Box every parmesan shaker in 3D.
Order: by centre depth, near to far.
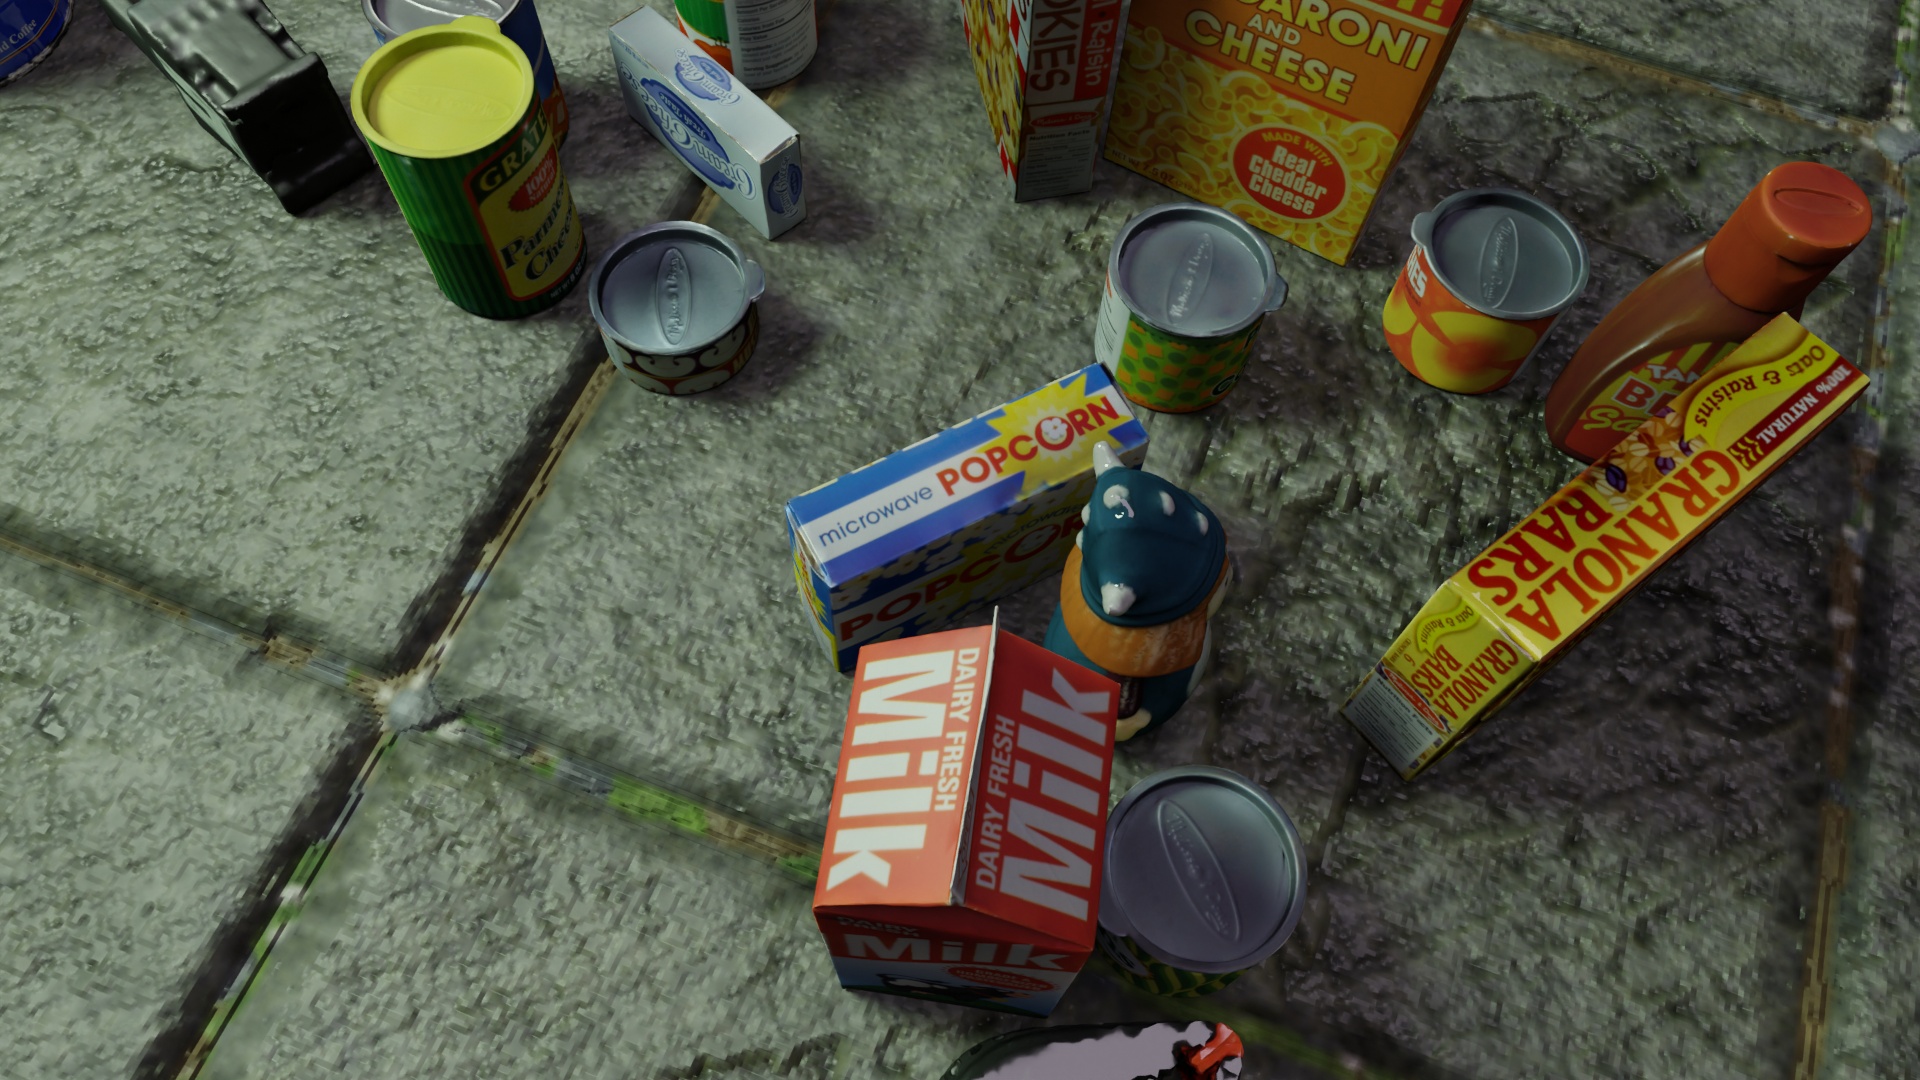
[{"bbox_3d":[-0.192,-0.147,0.560,0.071,0.102,0.071,1,64,-1],"label":"parmesan shaker"}]

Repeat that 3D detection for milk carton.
[{"bbox_3d":[0.002,0.086,0.401,0.073,0.189,0.072,8,64,2],"label":"milk carton"}]

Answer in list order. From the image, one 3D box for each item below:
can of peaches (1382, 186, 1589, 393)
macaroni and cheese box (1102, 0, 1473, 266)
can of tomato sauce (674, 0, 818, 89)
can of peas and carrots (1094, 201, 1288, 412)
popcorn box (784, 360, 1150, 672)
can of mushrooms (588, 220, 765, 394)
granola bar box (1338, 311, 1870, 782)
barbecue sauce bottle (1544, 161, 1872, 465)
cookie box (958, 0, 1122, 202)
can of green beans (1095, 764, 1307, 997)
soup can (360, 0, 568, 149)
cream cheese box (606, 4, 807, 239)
[{"bbox_3d":[0.214,-0.104,0.577,0.071,0.057,0.071,1,64,-1],"label":"can of peaches"},{"bbox_3d":[0.129,-0.198,0.561,0.124,0.165,0.040,28,66,11],"label":"macaroni and cheese box"},{"bbox_3d":[-0.100,-0.260,0.631,0.071,0.082,0.071,1,64,-1],"label":"can of tomato sauce"},{"bbox_3d":[0.093,-0.094,0.568,0.071,0.058,0.071,1,64,-1],"label":"can of peas and carrots"},{"bbox_3d":[0.002,-0.006,0.506,0.127,0.085,0.038,-25,67,-14],"label":"popcorn box"},{"bbox_3d":[-0.115,-0.096,0.576,0.071,0.033,0.071,1,64,-2],"label":"can of mushrooms"},{"bbox_3d":[0.219,0.007,0.485,0.166,0.123,0.039,-34,70,-17],"label":"granola bar box"},{"bbox_3d":[0.276,-0.078,0.516,0.065,0.148,0.044,12,64,4],"label":"barbecue sauce bottle"},{"bbox_3d":[0.032,-0.245,0.581,0.040,0.166,0.123,-10,64,-7],"label":"cookie box"},{"bbox_3d":[0.076,0.115,0.463,0.071,0.057,0.071,1,64,-1],"label":"can of green beans"},{"bbox_3d":[-0.212,-0.205,0.599,0.071,0.083,0.071,1,64,-1],"label":"soup can"},{"bbox_3d":[-0.110,-0.183,0.608,0.024,0.053,0.104,-41,71,-19],"label":"cream cheese box"}]
